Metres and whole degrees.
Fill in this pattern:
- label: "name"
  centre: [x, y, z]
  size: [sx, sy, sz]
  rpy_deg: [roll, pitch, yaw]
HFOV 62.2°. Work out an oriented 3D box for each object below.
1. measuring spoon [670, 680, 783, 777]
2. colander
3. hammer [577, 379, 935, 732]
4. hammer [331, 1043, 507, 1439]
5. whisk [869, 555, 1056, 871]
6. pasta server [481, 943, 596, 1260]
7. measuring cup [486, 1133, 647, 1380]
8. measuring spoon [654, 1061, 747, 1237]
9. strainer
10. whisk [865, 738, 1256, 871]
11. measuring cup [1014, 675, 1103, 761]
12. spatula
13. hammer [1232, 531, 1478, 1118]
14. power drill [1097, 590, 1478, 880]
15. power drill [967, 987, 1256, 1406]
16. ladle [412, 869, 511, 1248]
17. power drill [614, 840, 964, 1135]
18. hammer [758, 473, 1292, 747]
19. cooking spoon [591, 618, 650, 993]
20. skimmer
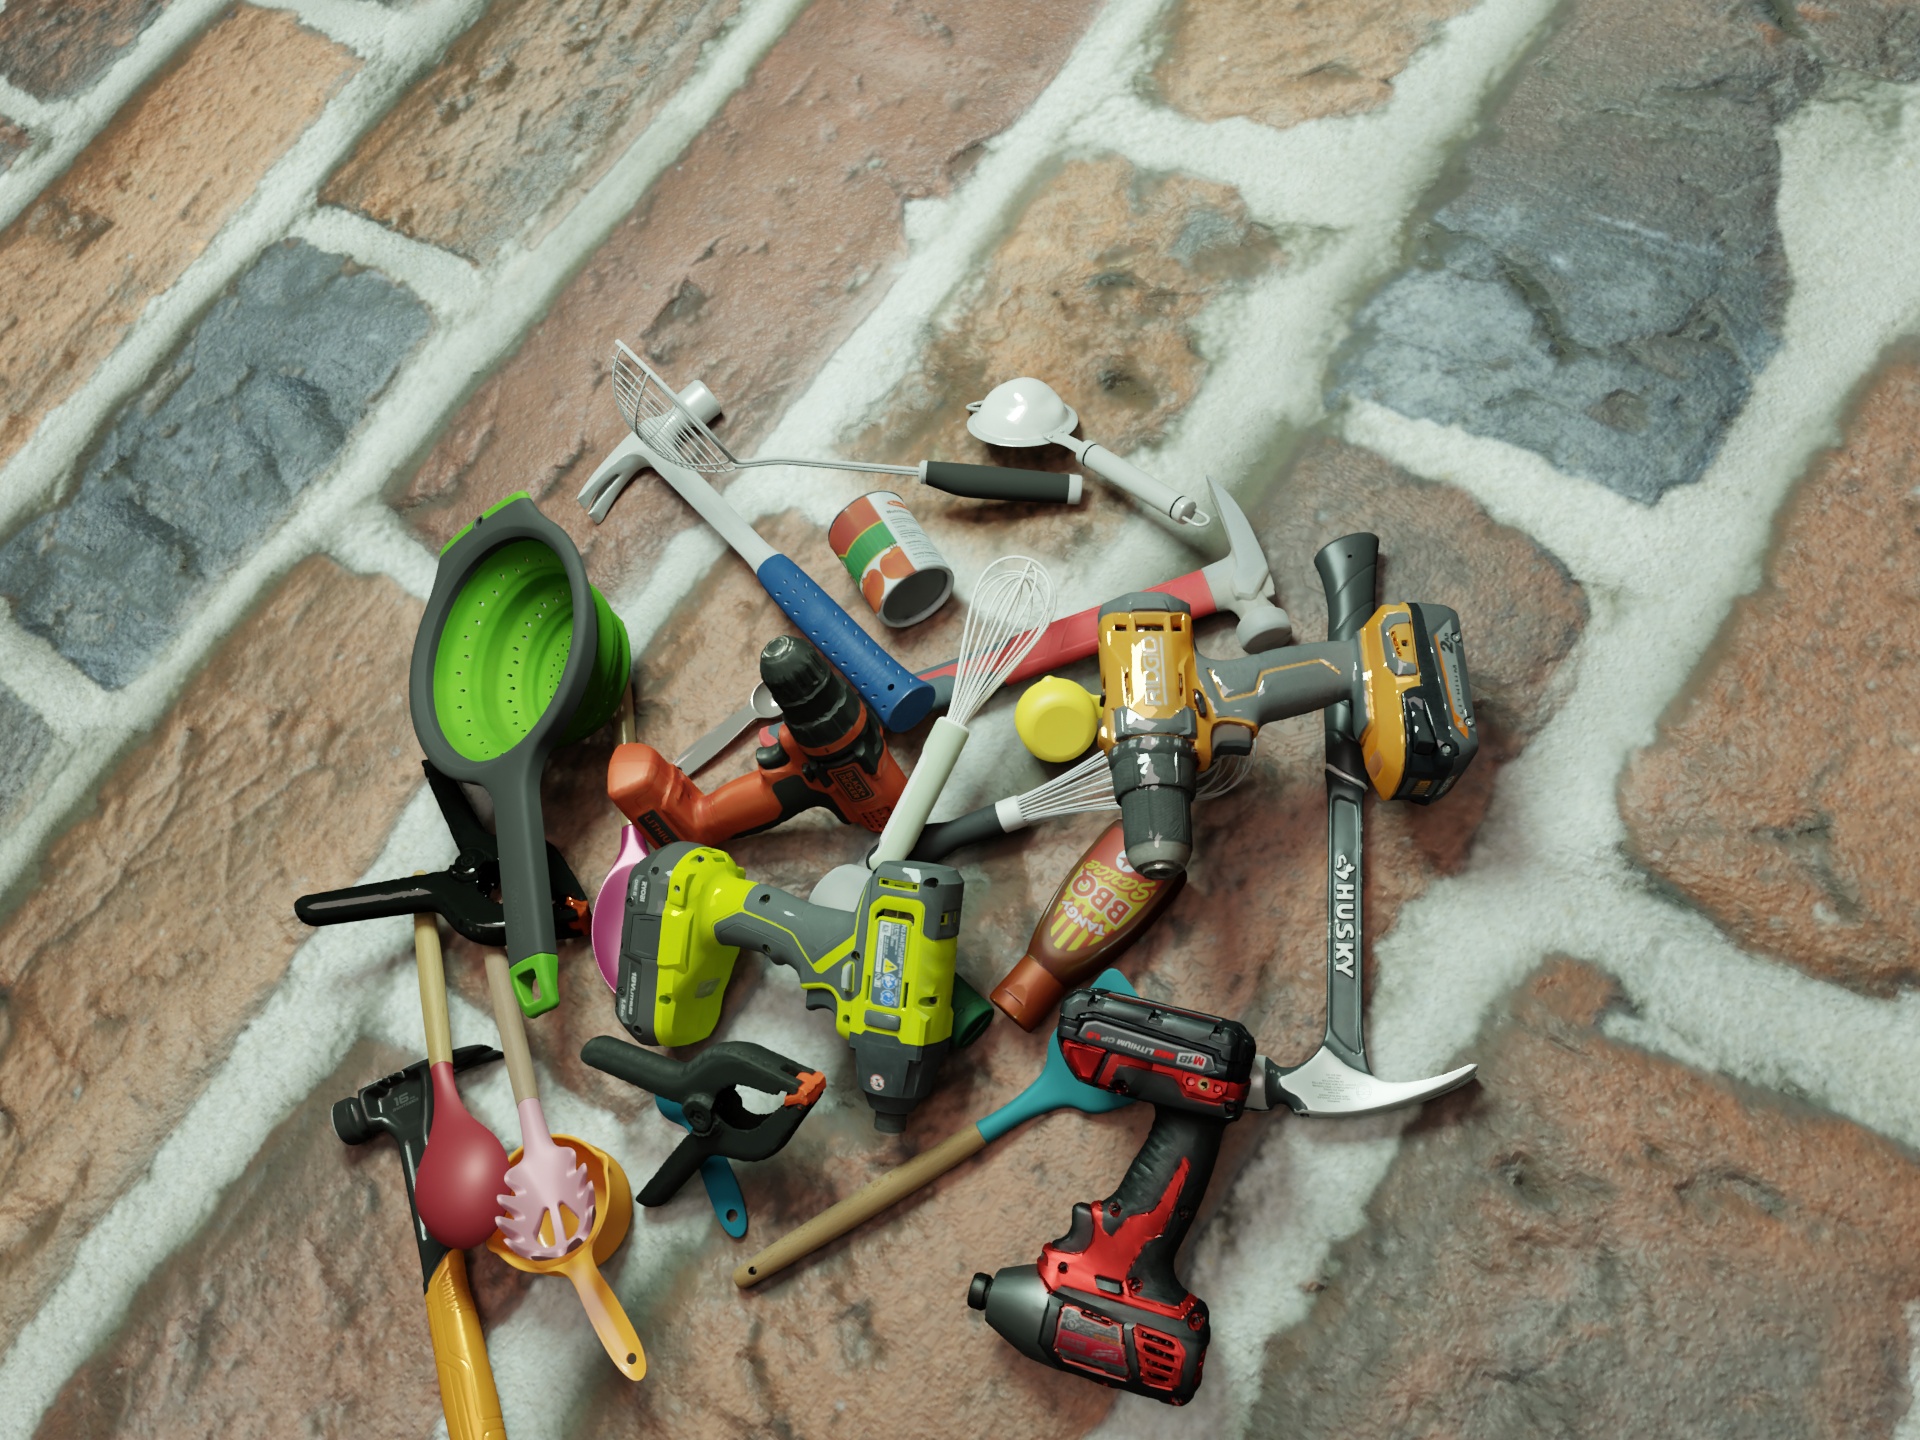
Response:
- label: "measuring spoon"
  centre: [-0.175, 0.012, 1.202]
  size: [0.124, 0.018, 0.034]
  rpy_deg: [-37, 61, 4]
- label: "colander"
  centre: [-0.301, 0.027, 1.170]
  size: [0.204, 0.094, 0.397]
  rpy_deg: [-28, 62, 29]
- label: "hammer"
  centre: [-0.156, -0.120, 1.220]
  size: [0.144, 0.035, 0.406]
  rpy_deg: [-41, 55, -5]
- label: "hammer"
  centre: [-0.331, 0.383, 1.053]
  size: [0.127, 0.034, 0.337]
  rpy_deg: [-25, 61, 4]
- label: "whisk"
  centre: [-0.002, -0.004, 1.098]
  size: [0.059, 0.058, 0.246]
  rpy_deg: [28, 81, -8]
- label: "pasta server"
  centre: [-0.297, 0.233, 1.070]
  size: [0.060, 0.040, 0.317]
  rpy_deg: [-18, 43, -12]
- label: "measuring cup"
  centre: [-0.238, 0.352, 1.033]
  size: [0.095, 0.052, 0.174]
  rpy_deg: [-37, 63, -4]
- label: "measuring spoon"
  centre: [-0.172, 0.284, 1.062]
  size: [0.042, 0.021, 0.129]
  rpy_deg: [-30, 60, 0]
- label: "strainer"
  centre: [0.092, -0.206, 1.192]
  size: [0.087, 0.050, 0.259]
  rpy_deg: [-29, 50, -29]
- label: "whisk"
  centre: [0.065, 0.053, 1.091]
  size: [0.284, 0.070, 0.070]
  rpy_deg: [-20, 61, 11]
- label: "measuring cup"
  centre: [0.116, -0.007, 1.105]
  size: [0.156, 0.062, 0.029]
  rpy_deg: [-10, 25, 1]
- label: "spatula"
  centre: [-0.011, 0.274, 1.009]
  size: [0.317, 0.044, 0.082]
  rpy_deg: [-32, 74, 1]
- label: "hammer"
  centre: [0.258, 0.056, 1.044]
  size: [0.149, 0.036, 0.409]
  rpy_deg: [0, 65, 15]
- label: "power drill"
  centre: [0.199, 0.010, 0.995]
  size: [0.226, 0.084, 0.185]
  rpy_deg: [0, 64, 0]
- label: "power drill"
  centre: [0.091, 0.276, 0.939]
  size: [0.143, 0.078, 0.220]
  rpy_deg: [11, 85, 15]
- label: "ladle"
  centre: [-0.362, 0.221, 1.108]
  size: [0.069, 0.031, 0.316]
  rpy_deg: [-28, 47, 3]
- label: "power drill"
  centre: [-0.111, 0.168, 1.042]
  size: [0.223, 0.080, 0.171]
  rpy_deg: [7, 91, 25]
- label: "hammer"
  centre: [0.034, -0.056, 1.159]
  size: [0.386, 0.038, 0.143]
  rpy_deg: [-19, 60, 6]
- label: "cooking spoon"
  centre: [-0.248, 0.058, 1.194]
  size: [0.068, 0.017, 0.319]
  rpy_deg: [-8, 62, -6]
- label: "skimmer"
  centre: [-0.085, -0.224, 1.208]
  size: [0.363, 0.127, 0.090]
  rpy_deg: [6, 90, 0]
